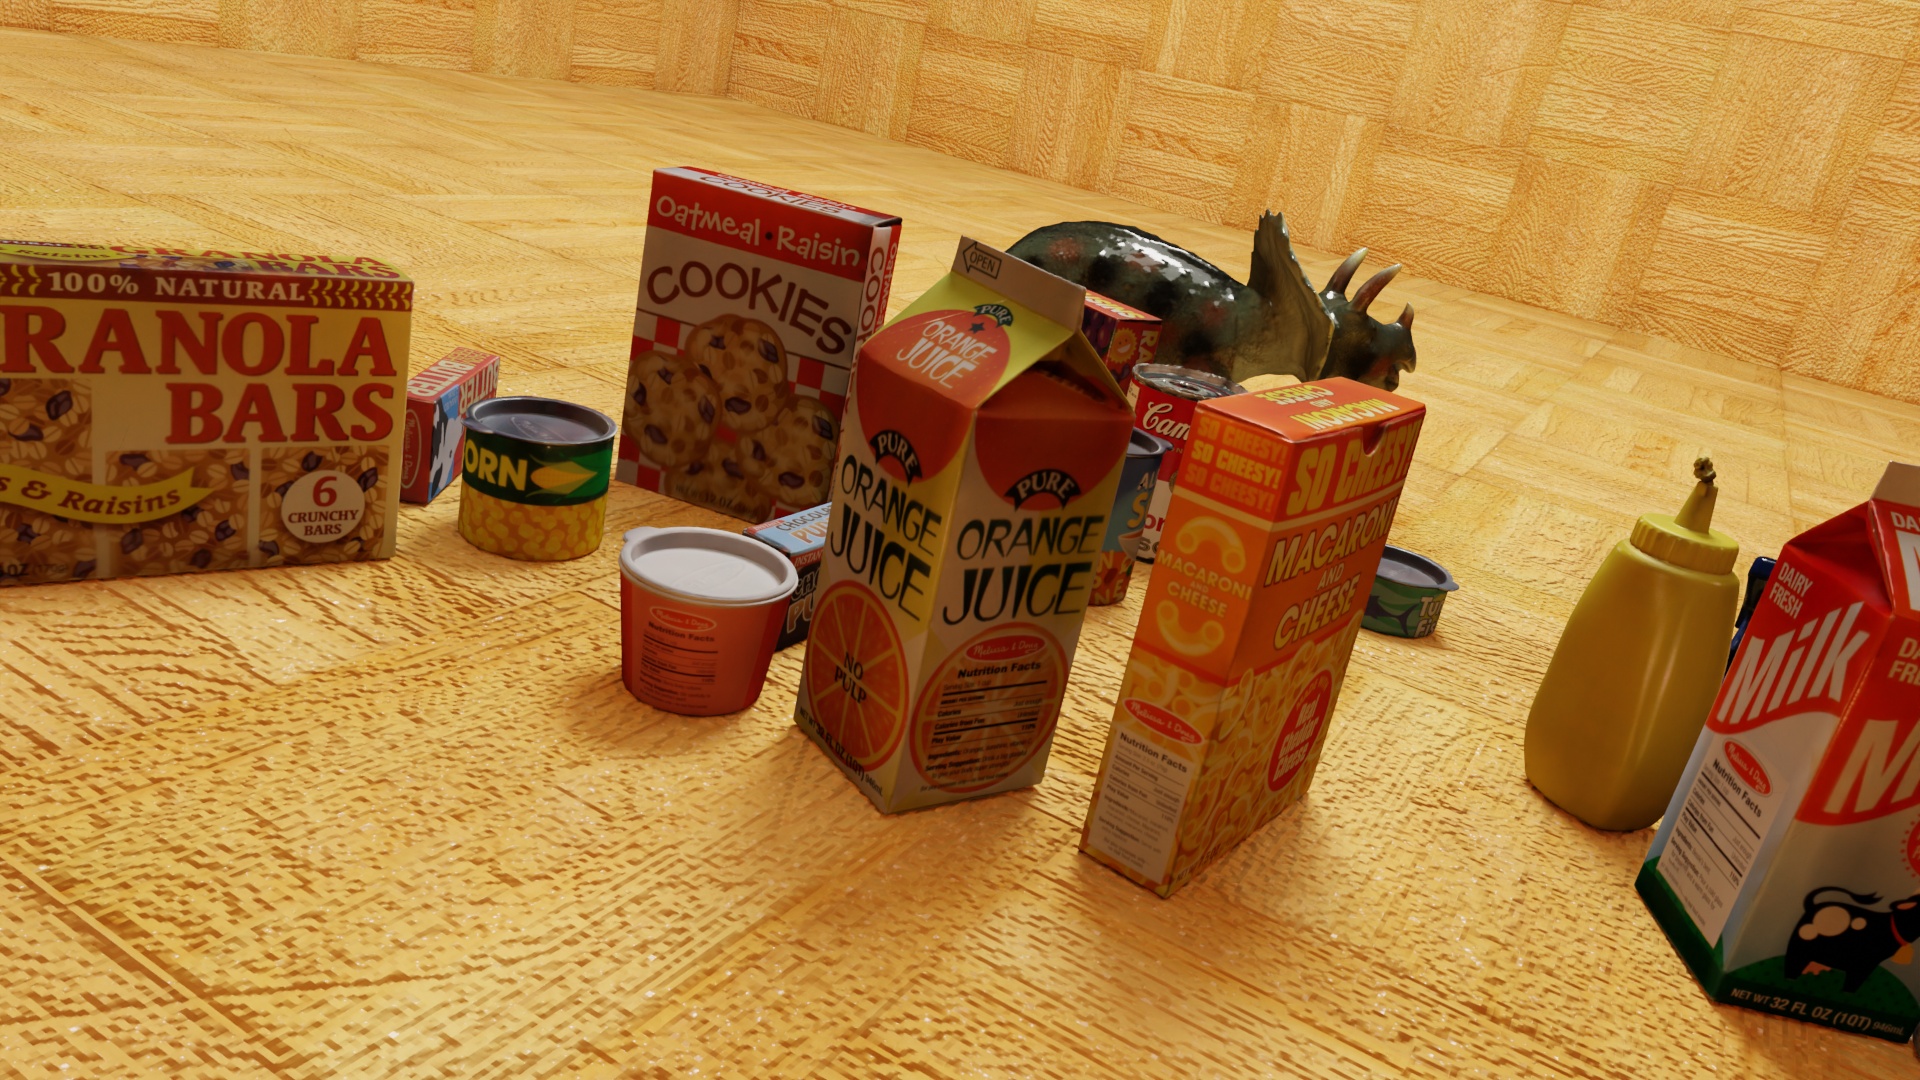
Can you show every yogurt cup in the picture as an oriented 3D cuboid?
[{"bbox_3d":[-0.100,0.032,0.538,0.072,0.053,0.072,11,20,-4],"label":"yogurt cup"}]

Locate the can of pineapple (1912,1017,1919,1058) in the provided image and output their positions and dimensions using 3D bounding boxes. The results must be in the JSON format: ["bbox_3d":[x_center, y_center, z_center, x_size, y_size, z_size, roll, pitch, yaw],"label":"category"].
[{"bbox_3d":[0.362,0.159,0.455,0.071,0.057,0.071,11,20,-4],"label":"can of pineapple"}]

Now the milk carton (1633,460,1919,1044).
[{"bbox_3d":[0.314,0.068,0.479,0.072,0.189,0.074,12,19,0],"label":"milk carton"}]

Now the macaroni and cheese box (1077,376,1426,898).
[{"bbox_3d":[0.108,0.030,0.500,0.040,0.165,0.124,24,23,31],"label":"macaroni and cheese box"}]

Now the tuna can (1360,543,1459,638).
[{"bbox_3d":[0.240,0.027,0.777,0.071,0.032,0.071,11,20,-4],"label":"tuna can"}]

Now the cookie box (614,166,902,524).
[{"bbox_3d":[-0.106,-0.097,0.716,0.123,0.166,0.040,17,20,14],"label":"cookie box"}]

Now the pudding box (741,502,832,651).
[{"bbox_3d":[-0.064,0.013,0.617,0.030,0.049,0.084,22,22,26],"label":"pudding box"}]

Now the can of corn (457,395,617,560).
[{"bbox_3d":[-0.197,-0.029,0.640,0.071,0.058,0.071,11,20,-4],"label":"can of corn"}]

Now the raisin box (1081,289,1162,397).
[{"bbox_3d":[0.072,-0.090,0.865,0.040,0.123,0.086,-2,24,-34],"label":"raisin box"}]

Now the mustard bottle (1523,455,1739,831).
[{"bbox_3d":[0.289,0.041,0.581,0.049,0.159,0.065,3,21,-24],"label":"mustard bottle"}]

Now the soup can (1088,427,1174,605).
[{"bbox_3d":[0.067,-0.016,0.722,0.071,0.083,0.071,11,20,-4],"label":"soup can"}]

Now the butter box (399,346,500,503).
[{"bbox_3d":[-0.259,-0.060,0.695,0.024,0.053,0.104,10,20,-5],"label":"butter box"}]

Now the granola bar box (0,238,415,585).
[{"bbox_3d":[-0.306,-0.050,0.538,0.166,0.123,0.039,-5,25,-39],"label":"granola bar box"}]

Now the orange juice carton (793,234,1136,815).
[{"bbox_3d":[0.002,-0.006,0.497,0.073,0.192,0.072,-3,24,-36],"label":"orange juice carton"}]
